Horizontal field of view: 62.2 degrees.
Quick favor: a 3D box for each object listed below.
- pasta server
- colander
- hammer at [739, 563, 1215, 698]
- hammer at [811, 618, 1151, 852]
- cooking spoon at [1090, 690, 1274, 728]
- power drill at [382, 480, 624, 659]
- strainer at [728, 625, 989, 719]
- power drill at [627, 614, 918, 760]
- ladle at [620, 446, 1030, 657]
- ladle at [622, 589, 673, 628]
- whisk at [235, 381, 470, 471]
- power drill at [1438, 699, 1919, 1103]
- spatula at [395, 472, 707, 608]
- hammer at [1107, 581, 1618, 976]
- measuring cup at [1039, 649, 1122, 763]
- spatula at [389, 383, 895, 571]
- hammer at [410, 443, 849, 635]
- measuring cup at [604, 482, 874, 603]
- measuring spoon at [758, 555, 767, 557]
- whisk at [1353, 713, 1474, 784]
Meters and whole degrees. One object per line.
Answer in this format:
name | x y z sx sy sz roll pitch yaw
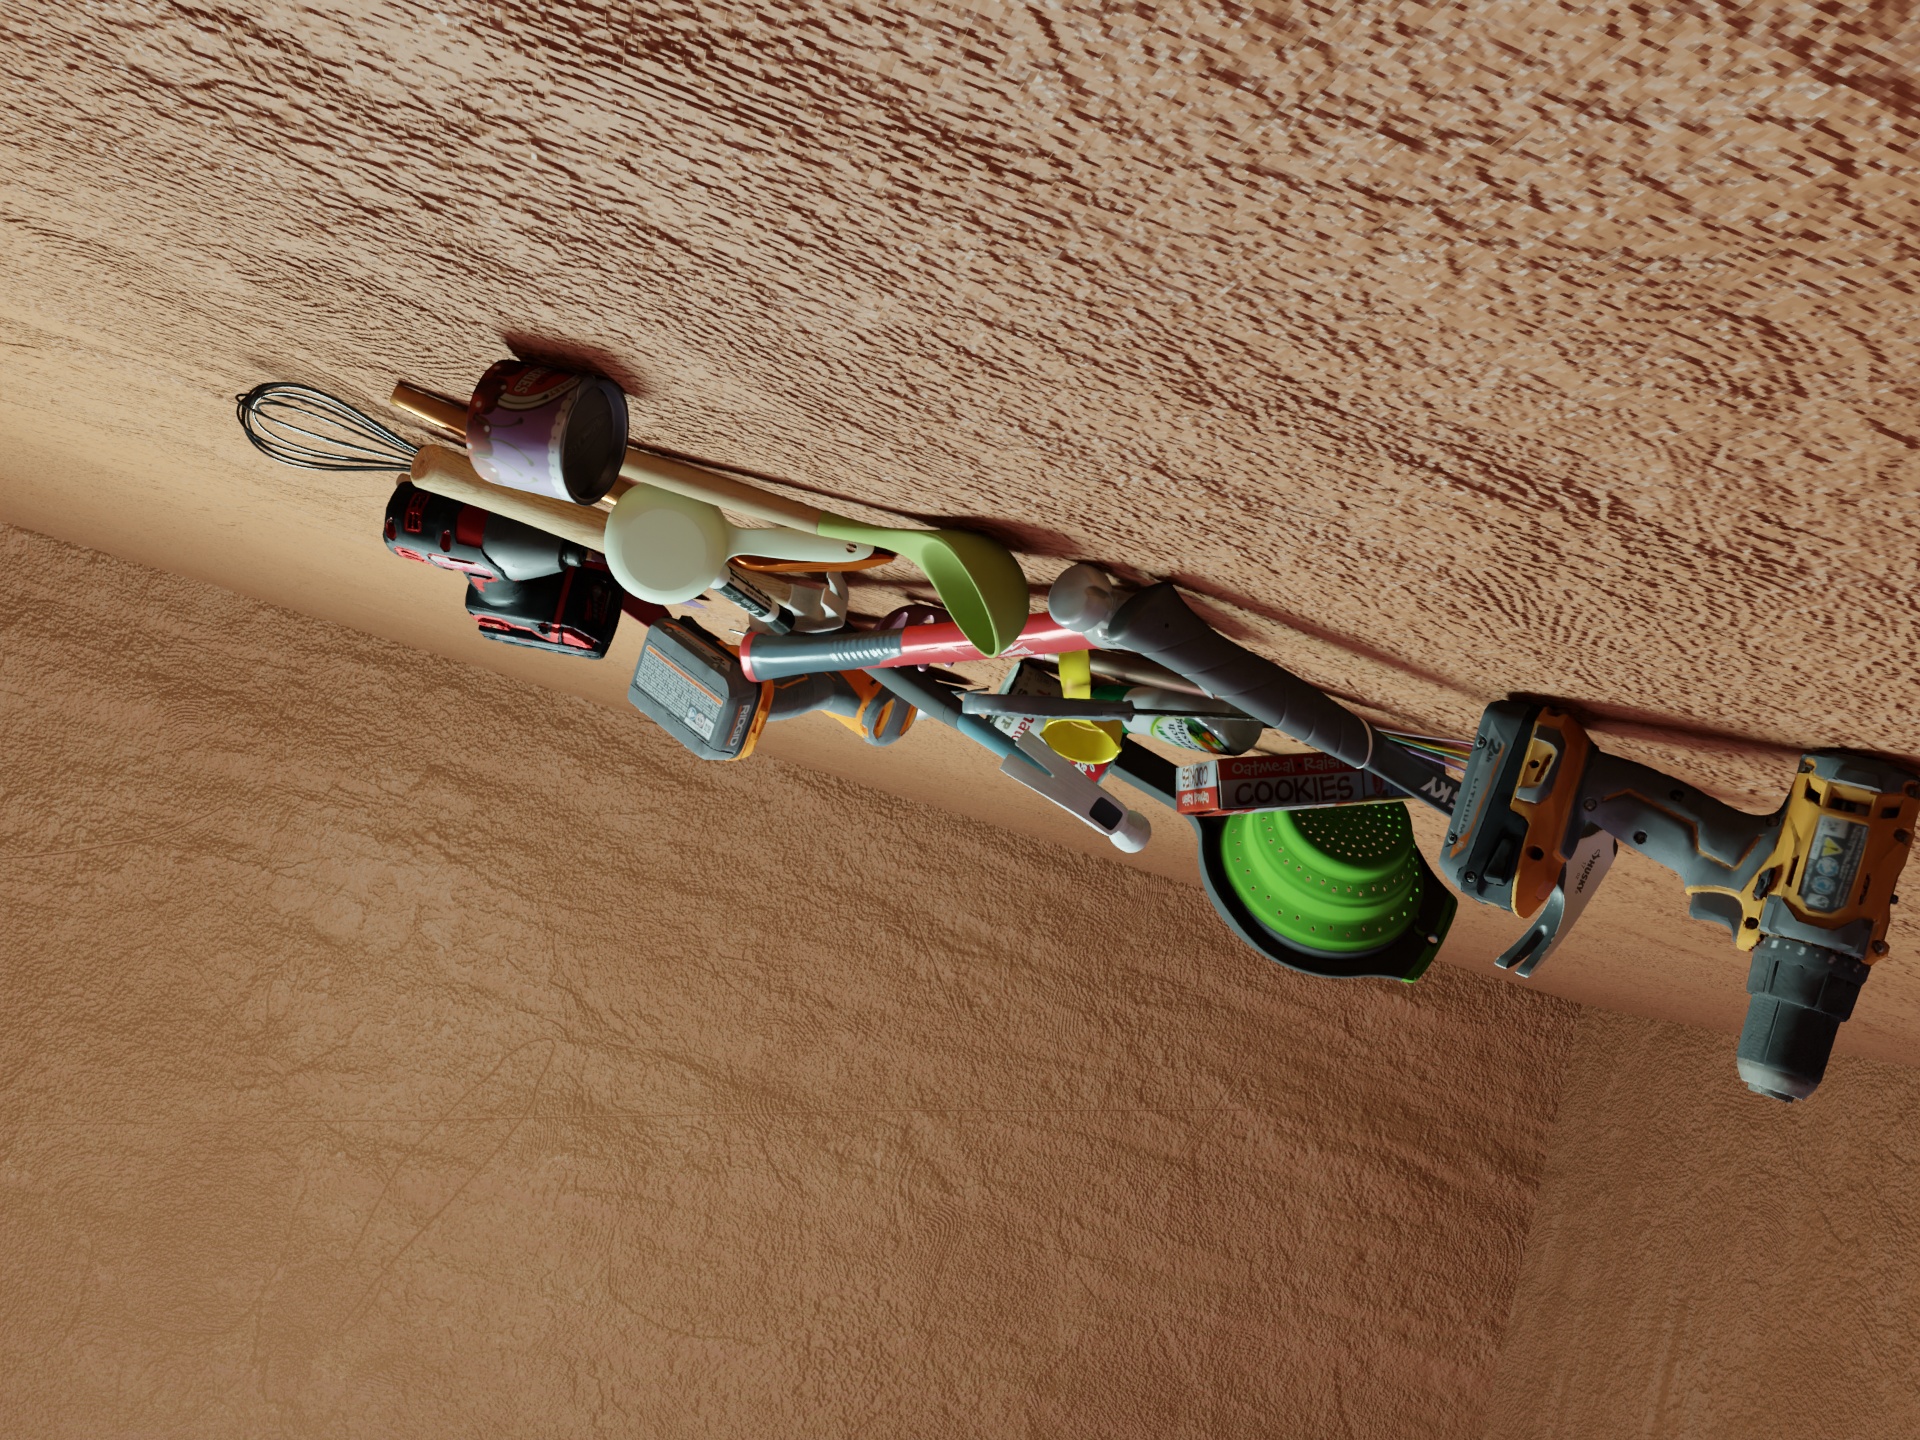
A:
pasta server | 0.086 -0.038 1.136 0.316 0.040 0.060 13 159 15
colander | 0.239 0.063 1.337 0.397 0.204 0.094 30 142 15
hammer | -0.010 -0.046 1.077 0.386 0.038 0.143 -2 160 46
hammer | -0.002 -0.004 1.216 0.331 0.033 0.128 34 179 38
cooking spoon | 0.168 -0.008 1.255 0.068 0.017 0.319 34 164 -31
power drill | -0.335 -0.116 1.220 0.143 0.078 0.219 10 168 4
strainer | -0.101 -0.046 1.497 0.258 0.050 0.087 18 -172 11
power drill | -0.161 -0.036 1.322 0.164 0.084 0.226 35 -157 31
ladle | -0.111 -0.113 0.928 0.320 0.062 0.078 18 157 7
ladle | -0.385 -0.134 1.418 0.315 0.031 0.069 20 178 18
whisk | -0.363 -0.174 1.071 0.238 0.055 0.055 15 174 -29
power drill | 0.390 0.093 0.885 0.226 0.185 0.084 15 175 33
spatula | -0.332 -0.144 1.331 0.060 0.018 0.315 16 175 40
hammer | 0.254 0.026 0.973 0.408 0.149 0.036 27 177 -24
measuring cup | 0.085 -0.023 1.120 0.062 0.029 0.156 11 146 14
spatula | -0.198 -0.146 1.011 0.322 0.041 0.081 23 172 -19
hammer | -0.211 -0.117 1.080 0.331 0.031 0.130 19 164 -42
measuring cup | -0.137 -0.107 0.983 0.167 0.083 0.038 2 -162 -5
measuring spoon | -0.186 -0.131 1.136 0.128 0.021 0.042 9 168 -16
whisk | 0.282 0.012 1.083 0.245 0.047 0.051 22 160 -11
